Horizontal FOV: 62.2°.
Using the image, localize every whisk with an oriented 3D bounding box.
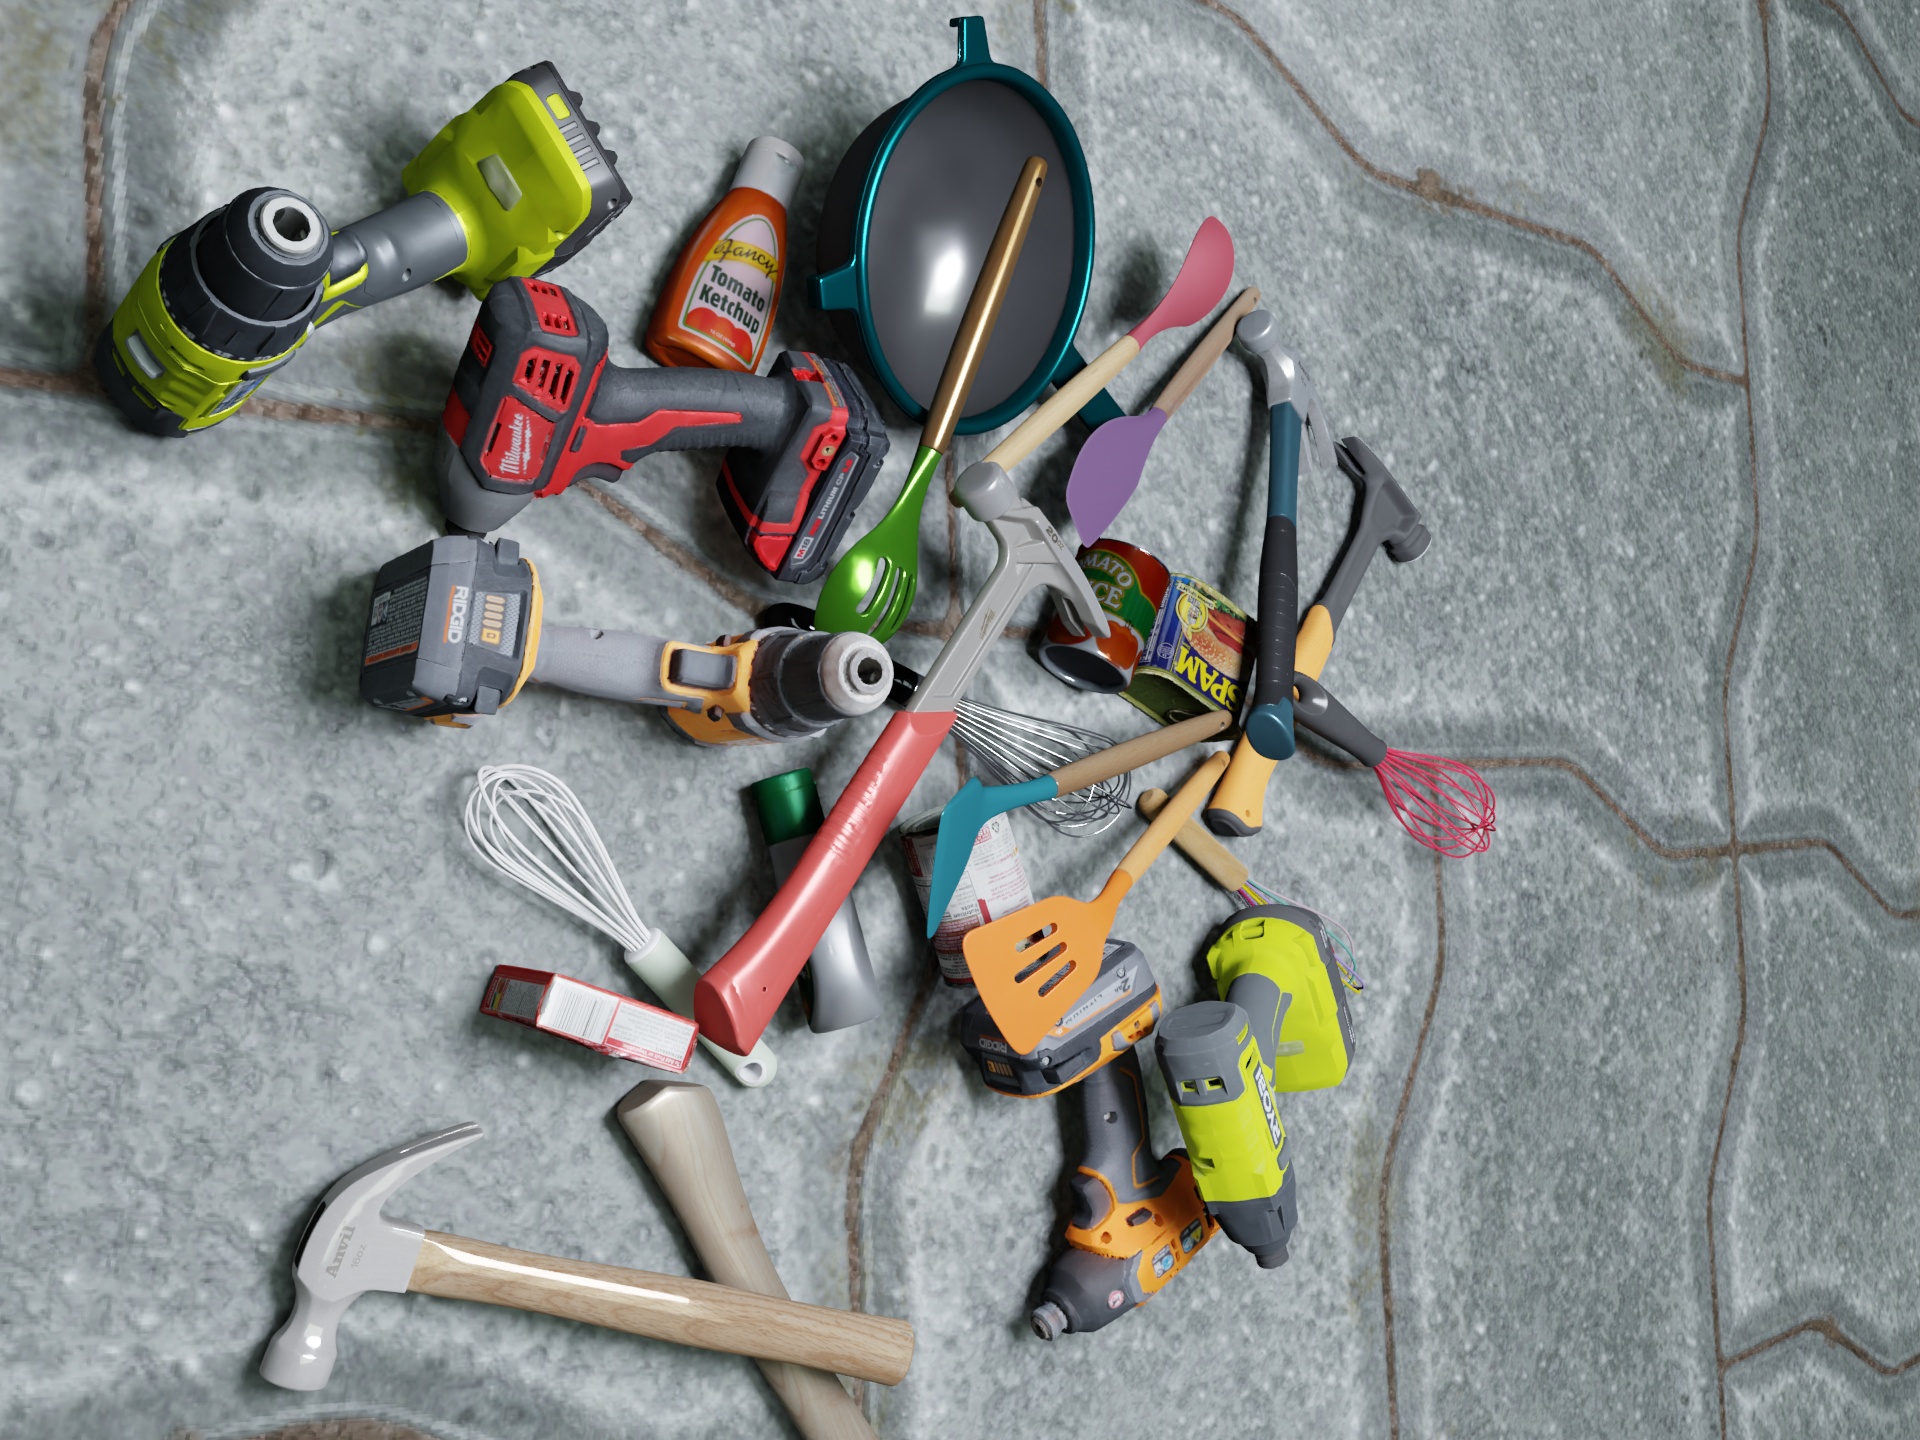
[{"bbox_3d":[-0.176,0.115,0.851,0.058,0.059,0.246,-34,116,4],"label":"whisk"},{"bbox_3d":[0.212,0.127,1.152,0.244,0.051,0.047,41,40,-23],"label":"whisk"},{"bbox_3d":[-0.001,-0.004,0.989,0.284,0.070,0.070,29,69,-28],"label":"whisk"},{"bbox_3d":[0.325,0.032,1.211,0.295,0.073,0.073,31,68,-37],"label":"whisk"}]

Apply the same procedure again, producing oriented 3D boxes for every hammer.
[{"bbox_3d":[0.227,-0.128,1.132,0.128,0.033,0.331,40,49,-46],"label":"hammer"},{"bbox_3d":[-0.033,0.031,0.893,0.149,0.037,0.359,52,59,-38],"label":"hammer"},{"bbox_3d":[-0.168,0.295,0.815,0.331,0.031,0.130,22,79,-27],"label":"hammer"},{"bbox_3d":[-0.091,0.384,0.896,0.146,0.038,0.410,-35,107,-33],"label":"hammer"},{"bbox_3d":[0.262,-0.059,1.203,0.127,0.034,0.337,45,62,-28],"label":"hammer"}]

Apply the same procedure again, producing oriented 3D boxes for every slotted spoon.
[{"bbox_3d":[-0.009,-0.180,0.917,0.070,0.031,0.314,25,84,-52],"label":"slotted spoon"}]

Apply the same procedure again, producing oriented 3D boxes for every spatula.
[{"bbox_3d":[0.147,-0.228,1.112,0.316,0.018,0.059,-52,130,-38],"label":"spatula"},{"bbox_3d":[0.078,0.039,0.963,0.317,0.044,0.082,-19,125,-43],"label":"spatula"},{"bbox_3d":[0.105,0.092,1.022,0.322,0.041,0.081,-40,106,-52],"label":"spatula"}]

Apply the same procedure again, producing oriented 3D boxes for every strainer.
[{"bbox_3d":[0.014,-0.259,1.009,0.340,0.095,0.211,38,75,-52],"label":"strainer"}]

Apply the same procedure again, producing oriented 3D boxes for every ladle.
[{"bbox_3d":[0.093,-0.229,1.021,0.315,0.031,0.069,-45,147,-29],"label":"ladle"}]

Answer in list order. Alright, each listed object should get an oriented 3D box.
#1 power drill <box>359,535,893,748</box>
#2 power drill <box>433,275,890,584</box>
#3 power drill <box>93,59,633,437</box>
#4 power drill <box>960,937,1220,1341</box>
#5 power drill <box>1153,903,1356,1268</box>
[{"bbox_3d":[-0.159,-0.030,0.788,0.226,0.185,0.084,11,81,-33],"label":"power drill"},{"bbox_3d":[-0.161,-0.141,0.833,0.219,0.143,0.079,5,42,-37],"label":"power drill"},{"bbox_3d":[-0.265,-0.217,0.721,0.228,0.190,0.080,-42,109,-37],"label":"power drill"},{"bbox_3d":[0.081,0.271,1.011,0.164,0.084,0.226,-30,108,-35],"label":"power drill"},{"bbox_3d":[0.197,0.231,1.044,0.223,0.080,0.171,-42,116,-61],"label":"power drill"}]
